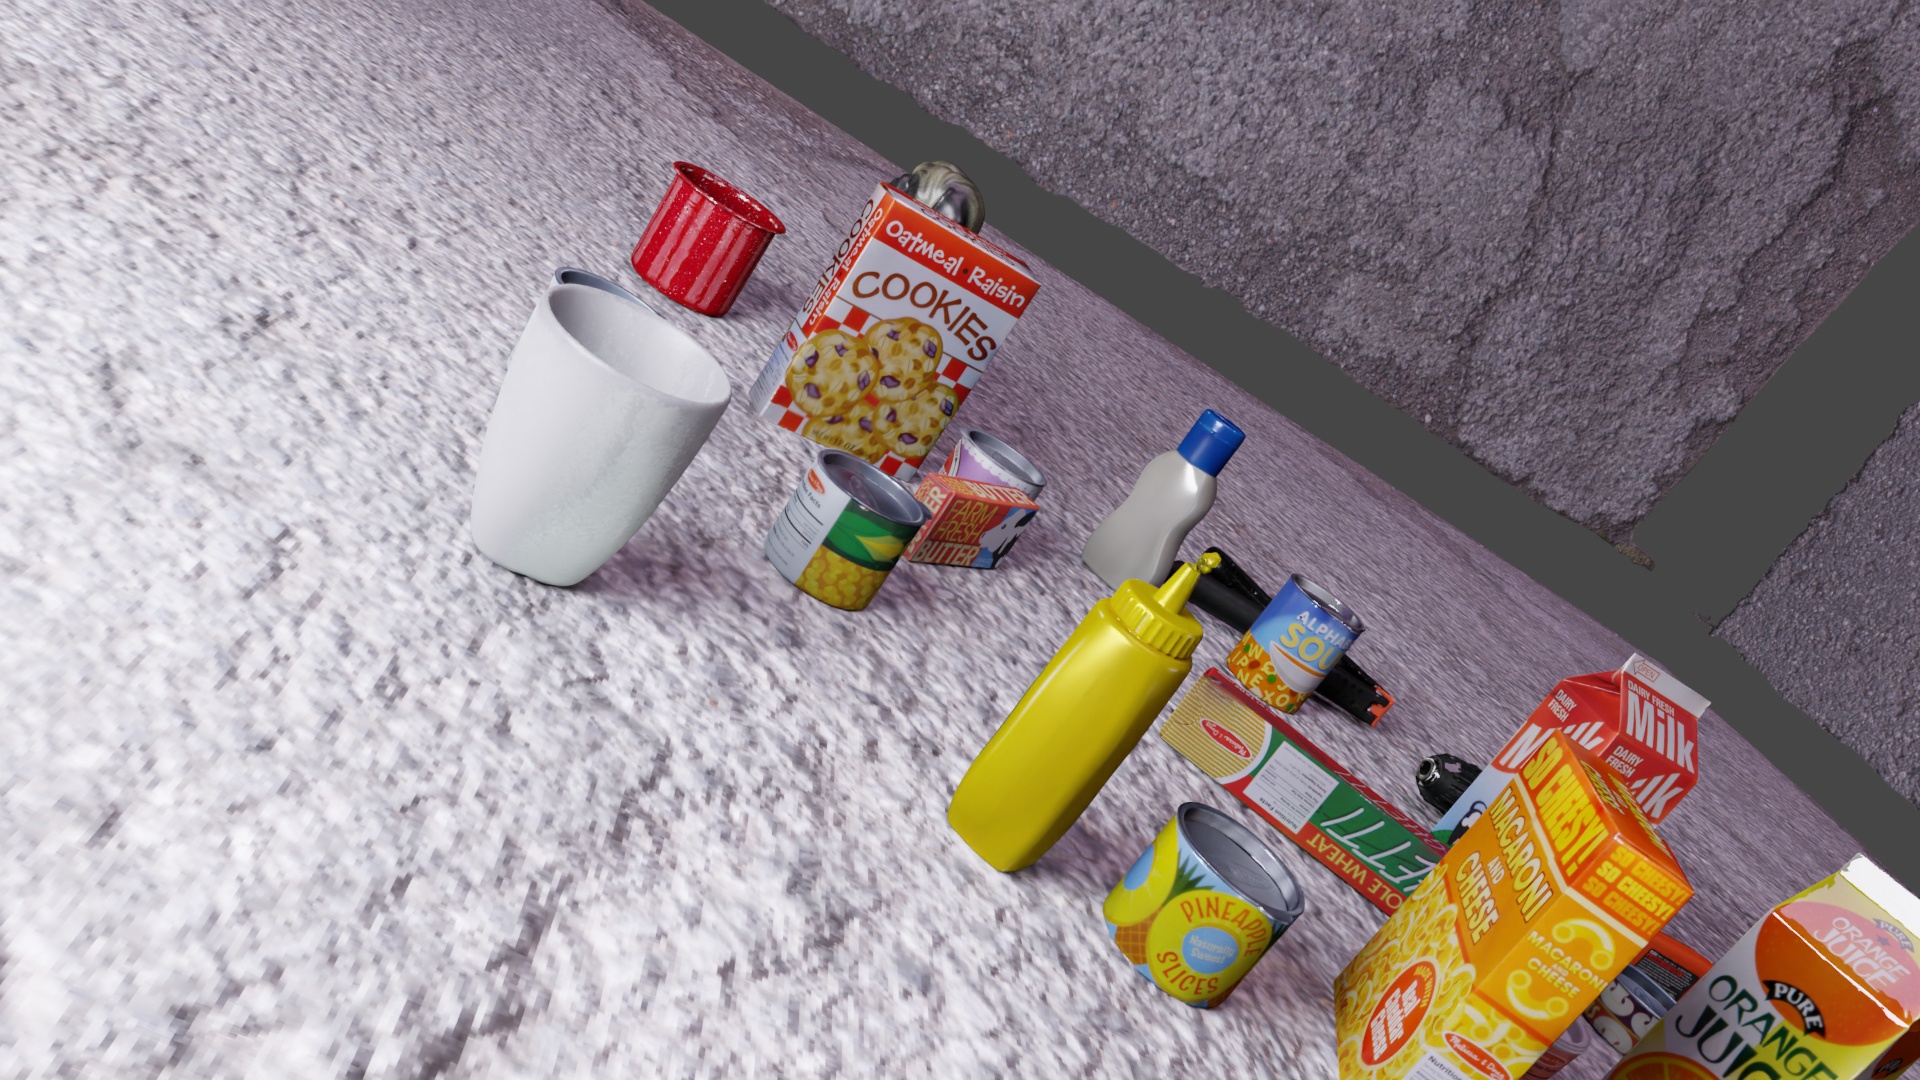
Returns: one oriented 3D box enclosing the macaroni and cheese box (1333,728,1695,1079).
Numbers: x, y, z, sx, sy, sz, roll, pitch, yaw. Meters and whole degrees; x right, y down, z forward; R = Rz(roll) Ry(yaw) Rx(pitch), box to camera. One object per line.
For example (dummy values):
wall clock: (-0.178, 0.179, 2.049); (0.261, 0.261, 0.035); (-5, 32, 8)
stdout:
macaroni and cheese box: (0.228, 0.173, 0.595); (0.040, 0.166, 0.124); (36, 17, 4)

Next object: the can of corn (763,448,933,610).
can of corn: (-0.059, -0.005, 0.725); (0.071, 0.058, 0.071); (31, 17, -11)

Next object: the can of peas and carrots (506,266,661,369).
can of peas and carrots: (-0.194, -0.101, 0.732); (0.071, 0.058, 0.071); (31, 17, -11)

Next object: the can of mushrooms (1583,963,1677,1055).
can of mushrooms: (0.412, 0.288, 0.850); (0.071, 0.033, 0.071); (31, 17, -11)

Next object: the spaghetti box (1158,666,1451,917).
spaghetti box: (0.229, 0.170, 0.803); (0.250, 0.050, 0.029); (38, 17, 11)

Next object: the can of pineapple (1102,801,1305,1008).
can of pineapple: (0.103, 0.156, 0.593); (0.071, 0.057, 0.071); (31, 17, -11)

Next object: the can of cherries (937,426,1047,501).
can of cherries: (0.014, -0.036, 0.943); (0.071, 0.058, 0.072); (31, 17, -11)

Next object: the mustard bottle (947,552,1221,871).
mustard bottle: (0.057, 0.065, 0.578); (0.049, 0.159, 0.065); (40, 17, 16)

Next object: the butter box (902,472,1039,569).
butter box: (0.003, -0.011, 0.866); (0.024, 0.053, 0.103); (44, 19, 28)

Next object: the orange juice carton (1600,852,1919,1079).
orange juice carton: (0.394, 0.243, 0.668); (0.073, 0.192, 0.072); (20, 22, -41)

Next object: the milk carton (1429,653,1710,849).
milk carton: (0.395, 0.161, 0.895); (0.072, 0.190, 0.074); (30, 17, -16)

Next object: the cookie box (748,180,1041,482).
cookie box: (-0.043, -0.135, 0.918); (0.123, 0.167, 0.040); (24, 20, -33)

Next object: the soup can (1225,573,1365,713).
soup can: (0.249, 0.078, 1.029); (0.071, 0.083, 0.071); (31, 17, -11)

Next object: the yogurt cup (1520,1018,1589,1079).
yogurt cup: (0.258, 0.236, 0.671); (0.072, 0.053, 0.072); (31, 17, -11)

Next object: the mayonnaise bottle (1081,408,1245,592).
mayonnaise bottle: (0.154, -0.028, 1.029); (0.065, 0.147, 0.041); (45, 19, 30)
